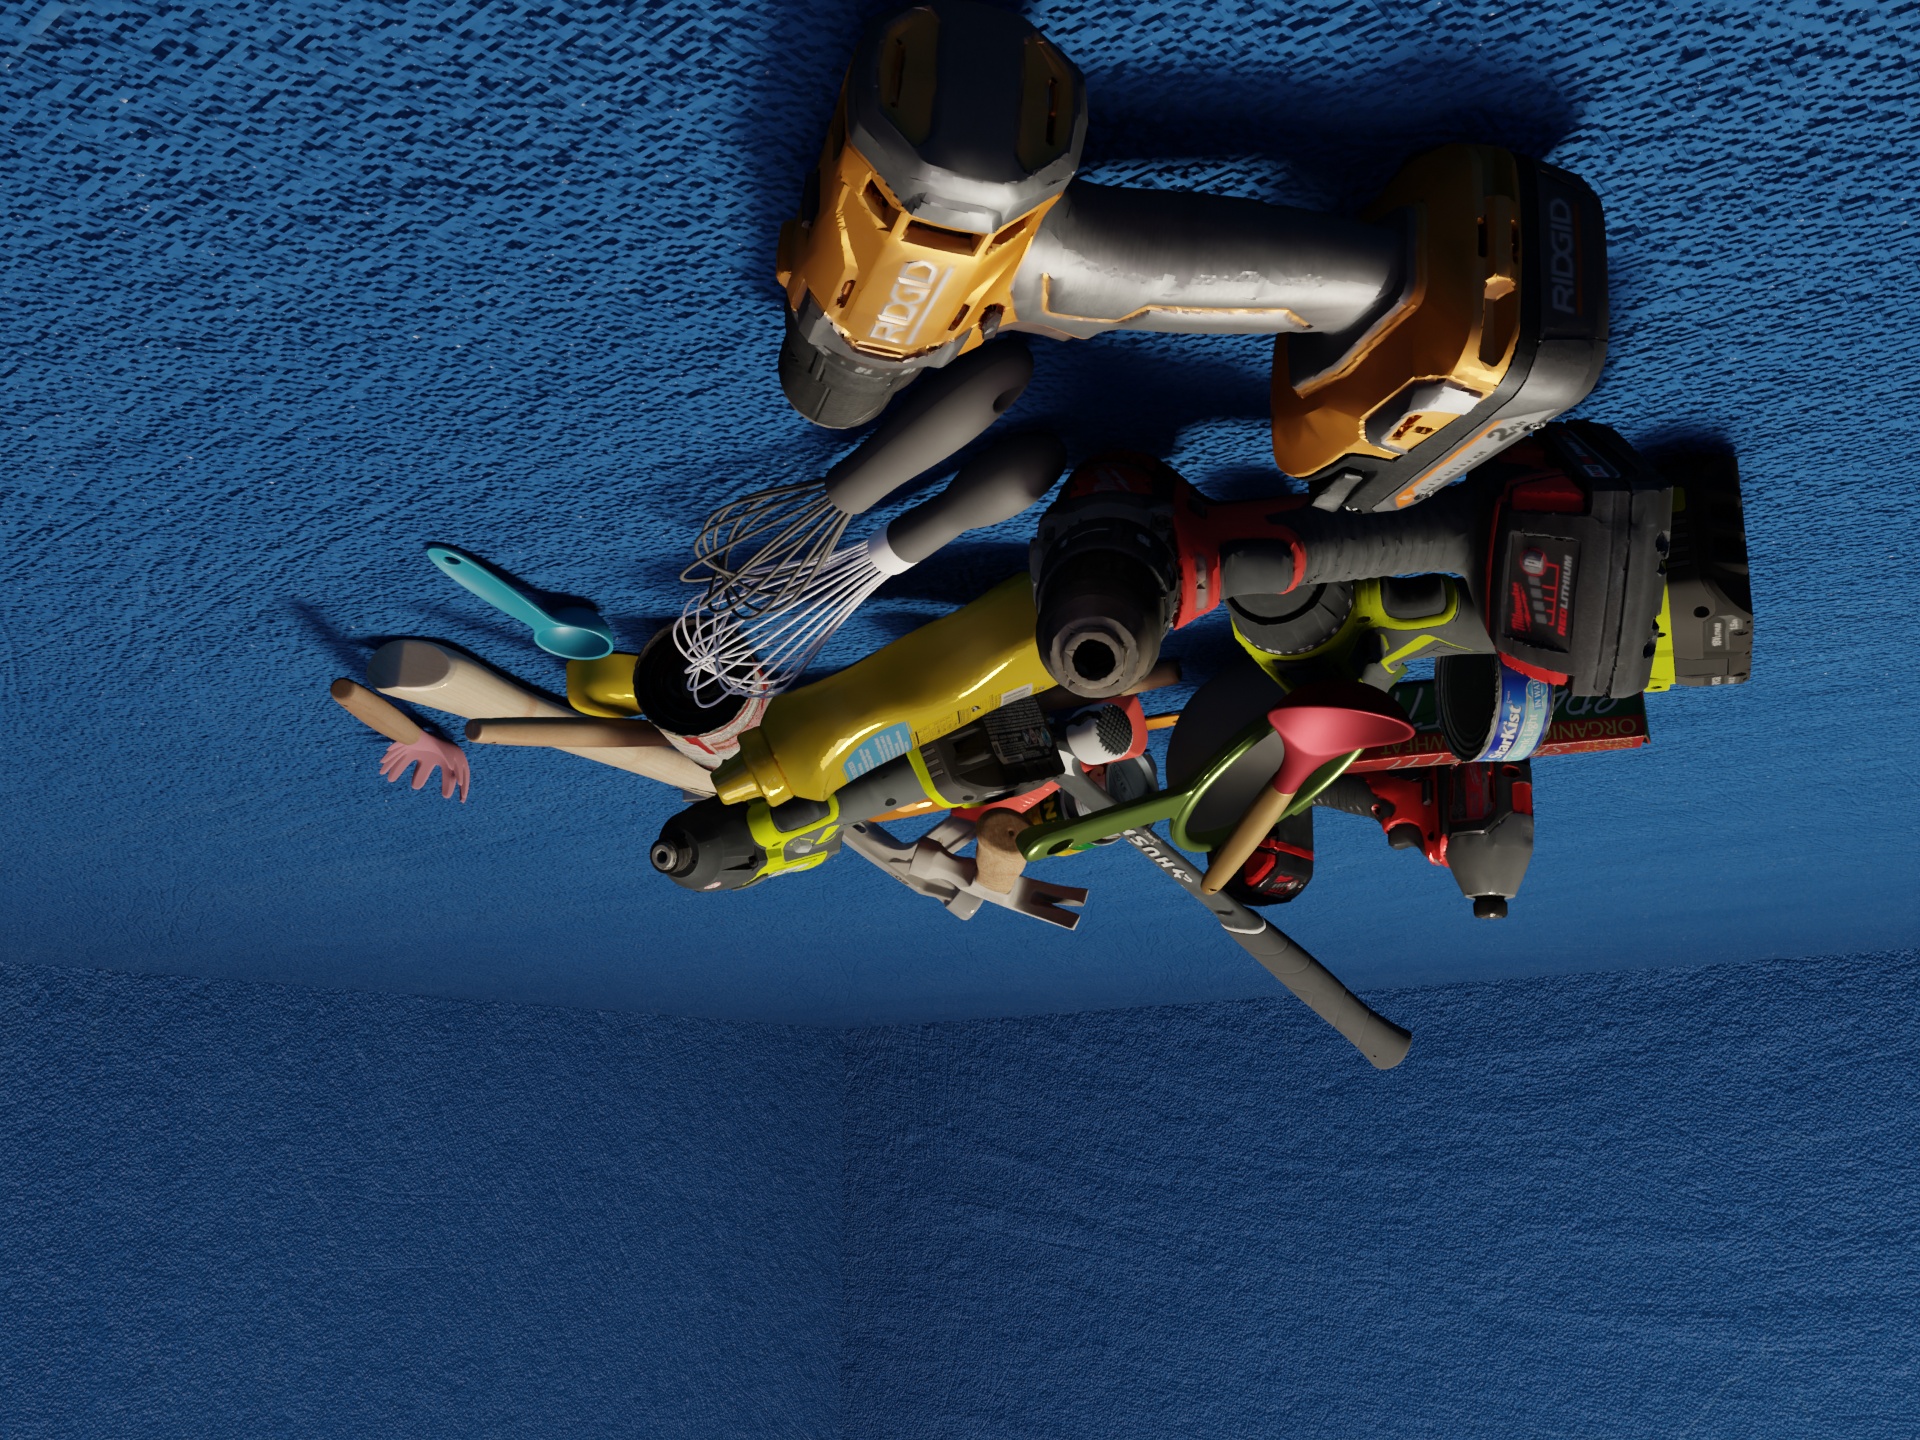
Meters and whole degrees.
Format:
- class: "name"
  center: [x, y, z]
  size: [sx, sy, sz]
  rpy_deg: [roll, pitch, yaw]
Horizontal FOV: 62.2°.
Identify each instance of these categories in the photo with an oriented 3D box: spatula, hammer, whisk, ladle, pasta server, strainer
- class: "spatula"
  center: [-0.189, 0.008, 0.980]
  size: [0.060, 0.018, 0.315]
  rpy_deg: [-11, 174, 25]
- class: "hammer"
  center: [0.176, 0.129, 1.091]
  size: [0.408, 0.036, 0.149]
  rpy_deg: [40, 146, -25]
- class: "whisk"
  center: [-0.049, -0.070, 0.744]
  size: [0.070, 0.070, 0.284]
  rpy_deg: [12, 155, -38]
- class: "ladle"
  center: [0.174, 0.045, 0.878]
  size: [0.069, 0.031, 0.315]
  rpy_deg: [12, 156, 0]
- class: "hammer"
  center: [-0.244, 0.018, 1.085]
  size: [0.146, 0.038, 0.410]
  rpy_deg: [-7, 163, 26]
- class: "hammer"
  center: [0.028, 0.094, 1.042]
  size: [0.130, 0.031, 0.331]
  rpy_deg: [20, 170, 3]
- class: "hammer"
  center: [0.021, 0.052, 1.159]
  size: [0.149, 0.037, 0.359]
  rpy_deg: [36, 148, -8]
- class: "pasta server"
  center: [-0.351, 0.012, 0.990]
  size: [0.060, 0.040, 0.316]
  rpy_deg: [17, 170, -6]
- class: "strainer"
  center: [0.130, 0.021, 0.929]
  size: [0.256, 0.069, 0.151]
  rpy_deg: [-16, 148, -29]
- class: "whisk"
  center: [-0.049, -0.097, 0.658]
  size: [0.055, 0.055, 0.239]
  rpy_deg: [10, 157, -35]

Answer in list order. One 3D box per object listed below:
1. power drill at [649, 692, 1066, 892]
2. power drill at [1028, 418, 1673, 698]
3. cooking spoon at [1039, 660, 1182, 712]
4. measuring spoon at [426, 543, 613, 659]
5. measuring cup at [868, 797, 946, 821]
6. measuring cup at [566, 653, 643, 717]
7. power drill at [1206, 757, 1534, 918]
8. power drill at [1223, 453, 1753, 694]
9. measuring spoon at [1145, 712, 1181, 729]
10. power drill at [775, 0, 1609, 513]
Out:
- class: "power drill"
  center: [-0.065, 0.042, 0.948]
  size: [0.223, 0.080, 0.171]
  rpy_deg: [-24, 173, 24]
- class: "power drill"
  center: [0.136, -0.056, 0.592]
  size: [0.227, 0.080, 0.188]
  rpy_deg: [0, -157, 9]
- class: "cooking spoon"
  center: [-0.002, -0.003, 1.040]
  size: [0.319, 0.017, 0.068]
  rpy_deg: [-11, 180, 31]
- class: "measuring spoon"
  center: [-0.227, -0.067, 0.823]
  size: [0.042, 0.021, 0.128]
  rpy_deg: [-9, 154, 25]
- class: "measuring cup"
  center: [-0.074, 0.049, 1.098]
  size: [0.173, 0.052, 0.095]
  rpy_deg: [-13, 178, 5]
- class: "measuring cup"
  center: [-0.176, -0.009, 0.993]
  size: [0.062, 0.029, 0.156]
  rpy_deg: [-14, 159, 40]
- class: "power drill"
  center: [0.281, 0.069, 1.087]
  size: [0.220, 0.143, 0.078]
  rpy_deg: [-10, 162, 39]
- class: "power drill"
  center: [0.238, -0.060, 0.740]
  size: [0.228, 0.080, 0.190]
  rpy_deg: [-5, 163, 24]
- class: "measuring spoon"
  center: [0.115, 0.010, 1.106]
  size: [0.117, 0.011, 0.021]
  rpy_deg: [-14, 160, 40]
- class: "power drill"
  center: [0.055, -0.125, 0.497]
  size: [0.226, 0.084, 0.185]
  rpy_deg: [8, 165, -15]
